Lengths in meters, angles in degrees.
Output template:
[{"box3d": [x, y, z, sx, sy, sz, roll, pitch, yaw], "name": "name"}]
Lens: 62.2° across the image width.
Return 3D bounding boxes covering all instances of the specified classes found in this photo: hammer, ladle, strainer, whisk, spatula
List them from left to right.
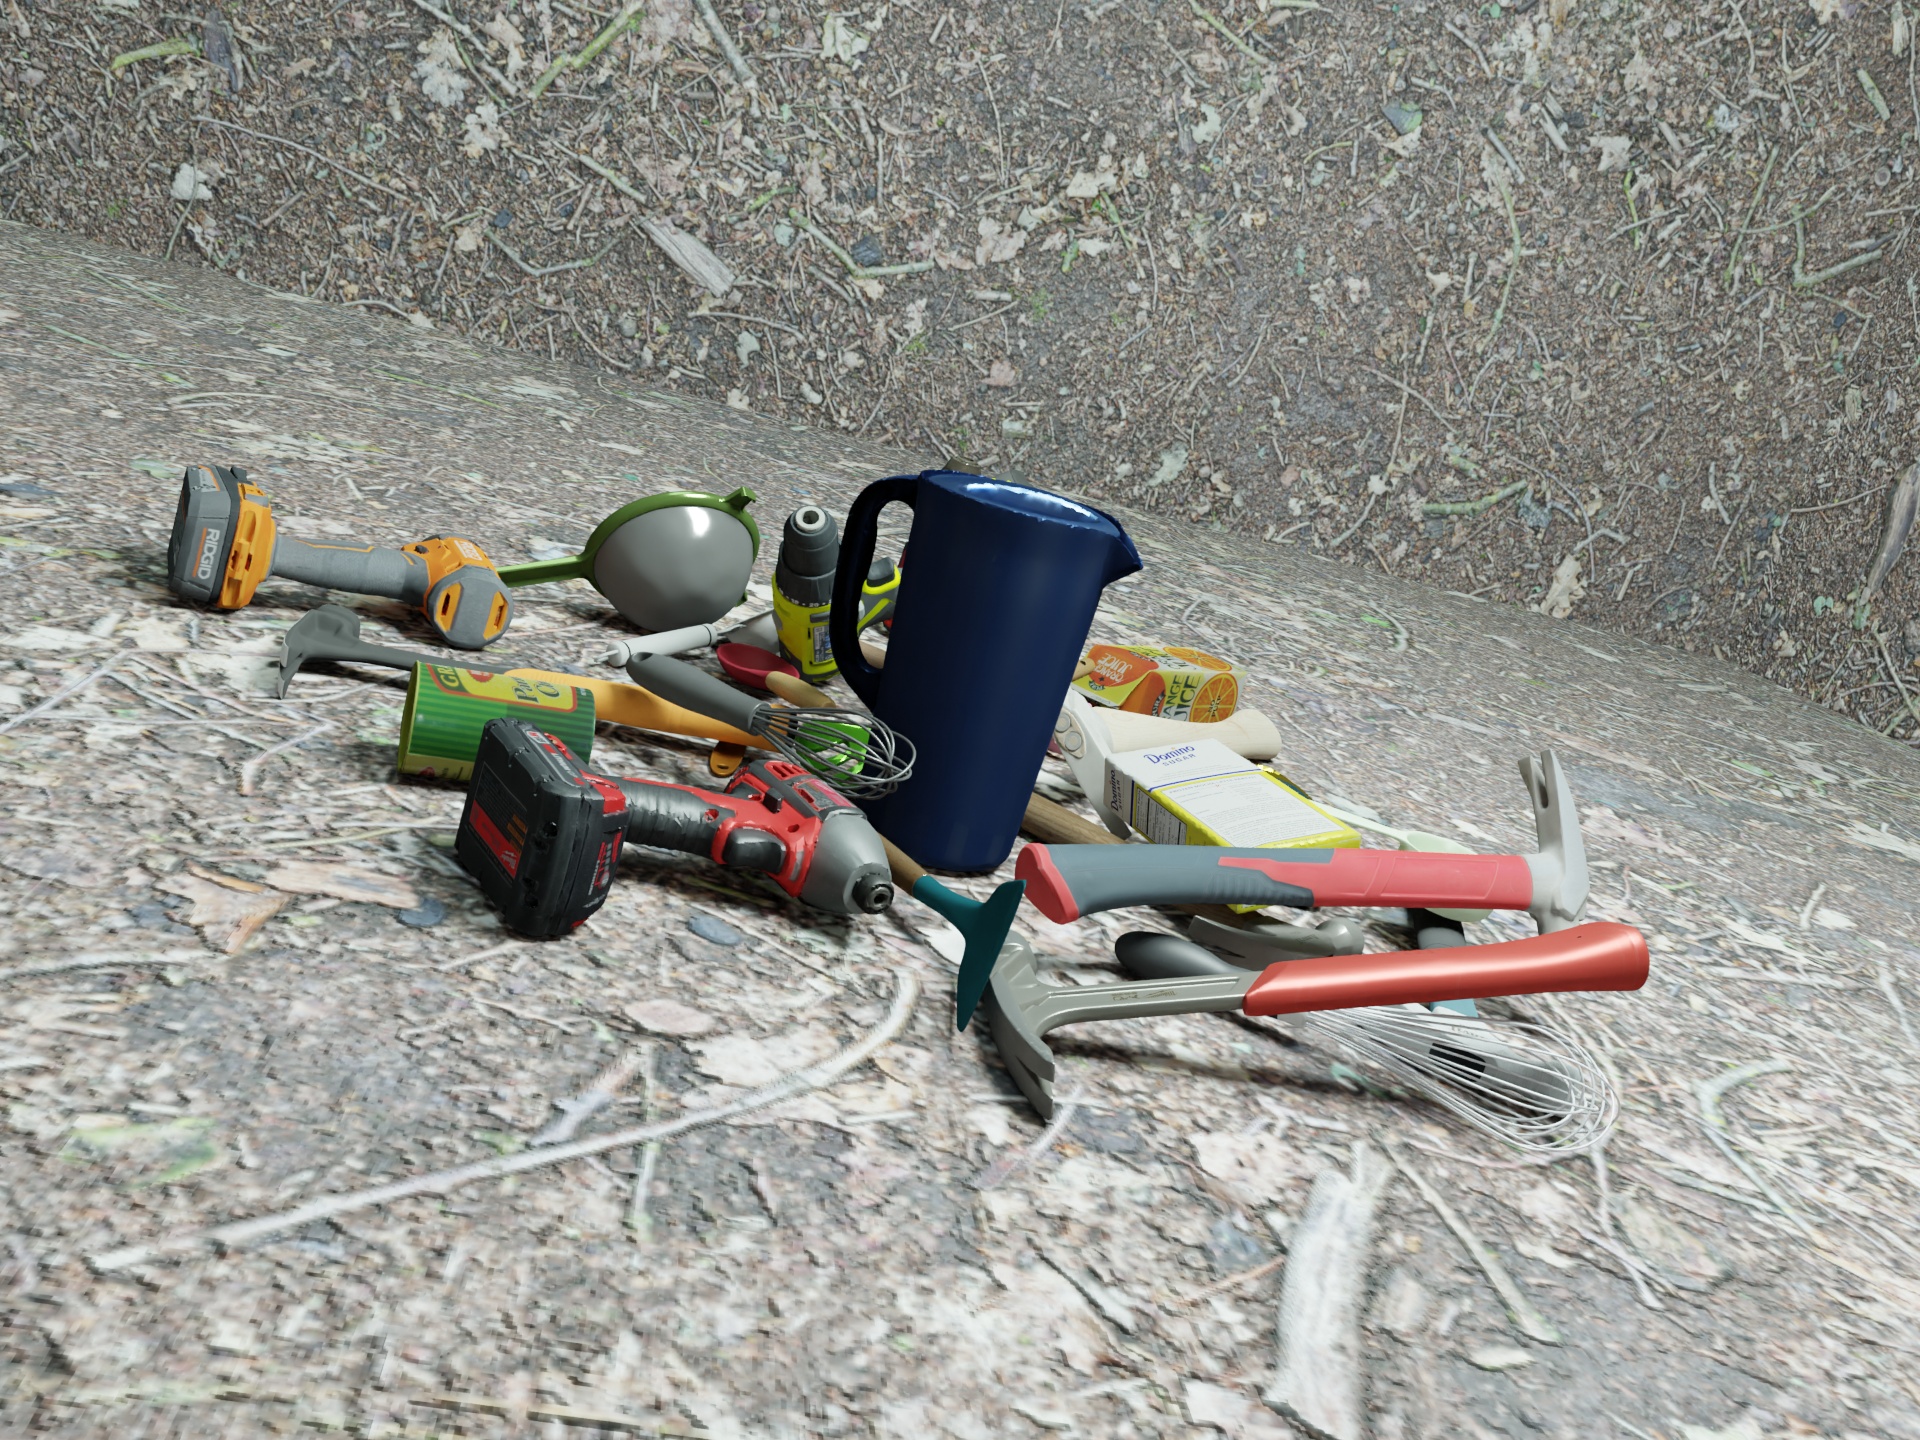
[{"box3d": [-0.276, -0.020, 1.067, 0.336, 0.034, 0.127, 11, 15, -11], "name": "hammer"}, {"box3d": [-0.286, -0.111, 1.319, 0.256, 0.151, 0.069, -10, 59, -18], "name": "strainer"}, {"box3d": [-0.206, -0.069, 1.317, 0.087, 0.050, 0.258, -22, -2, 37], "name": "strainer"}, {"box3d": [-0.126, -0.004, 1.009, 0.239, 0.055, 0.055, 21, 16, 31], "name": "whisk"}, {"box3d": [-0.129, -0.027, 1.162, 0.069, 0.031, 0.315, 14, 3, -18], "name": "ladle"}, {"box3d": [-0.041, 0.083, 0.921, 0.044, 0.082, 0.318, 21, 4, -32], "name": "spatula"}, {"box3d": [0.101, 0.091, 1.076, 0.331, 0.031, 0.130, 27, 18, 35], "name": "hammer"}, {"box3d": [0.190, 0.024, 1.328, 0.410, 0.038, 0.146, 2, 54, -59], "name": "hammer"}, {"box3d": [0.214, 0.079, 0.958, 0.386, 0.143, 0.038, 4, -18, -21], "name": "hammer"}, {"box3d": [0.193, 0.141, 0.829, 0.359, 0.036, 0.149, -3, 18, -10], "name": "hammer"}, {"box3d": [0.218, 0.168, 0.885, 0.285, 0.070, 0.070, 17, 15, 21], "name": "whisk"}, {"box3d": [0.322, 0.160, 1.053, 0.128, 0.033, 0.331, 19, 16, 9], "name": "hammer"}]

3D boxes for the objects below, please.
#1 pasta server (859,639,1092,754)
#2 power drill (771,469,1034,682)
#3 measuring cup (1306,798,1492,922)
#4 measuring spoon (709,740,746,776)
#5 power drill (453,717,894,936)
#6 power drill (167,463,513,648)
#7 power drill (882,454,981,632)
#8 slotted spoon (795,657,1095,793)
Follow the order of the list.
[{"box3d": [-0.007, -0.034, 1.394, 0.316, 0.040, 0.060, 24, 28, 31], "name": "pasta server"}, {"box3d": [-0.043, -0.125, 1.287, 0.228, 0.190, 0.080, -17, 62, -14], "name": "power drill"}, {"box3d": [0.294, 0.094, 1.106, 0.167, 0.038, 0.083, 21, 16, 7], "name": "measuring cup"}, {"box3d": [-0.160, 0.020, 1.115, 0.021, 0.011, 0.117, 13, 19, -3], "name": "measuring spoon"}, {"box3d": [-0.144, 0.063, 0.859, 0.219, 0.078, 0.143, 7, 17, -38], "name": "power drill"}, {"box3d": [-0.460, -0.122, 1.184, 0.226, 0.084, 0.164, 12, 15, -30], "name": "power drill"}, {"box3d": [0.018, -0.132, 1.491, 0.080, 0.188, 0.227, 6, 22, -37], "name": "power drill"}, {"box3d": [-0.002, -0.004, 1.180, 0.313, 0.031, 0.070, -21, 60, -43], "name": "slotted spoon"}]
